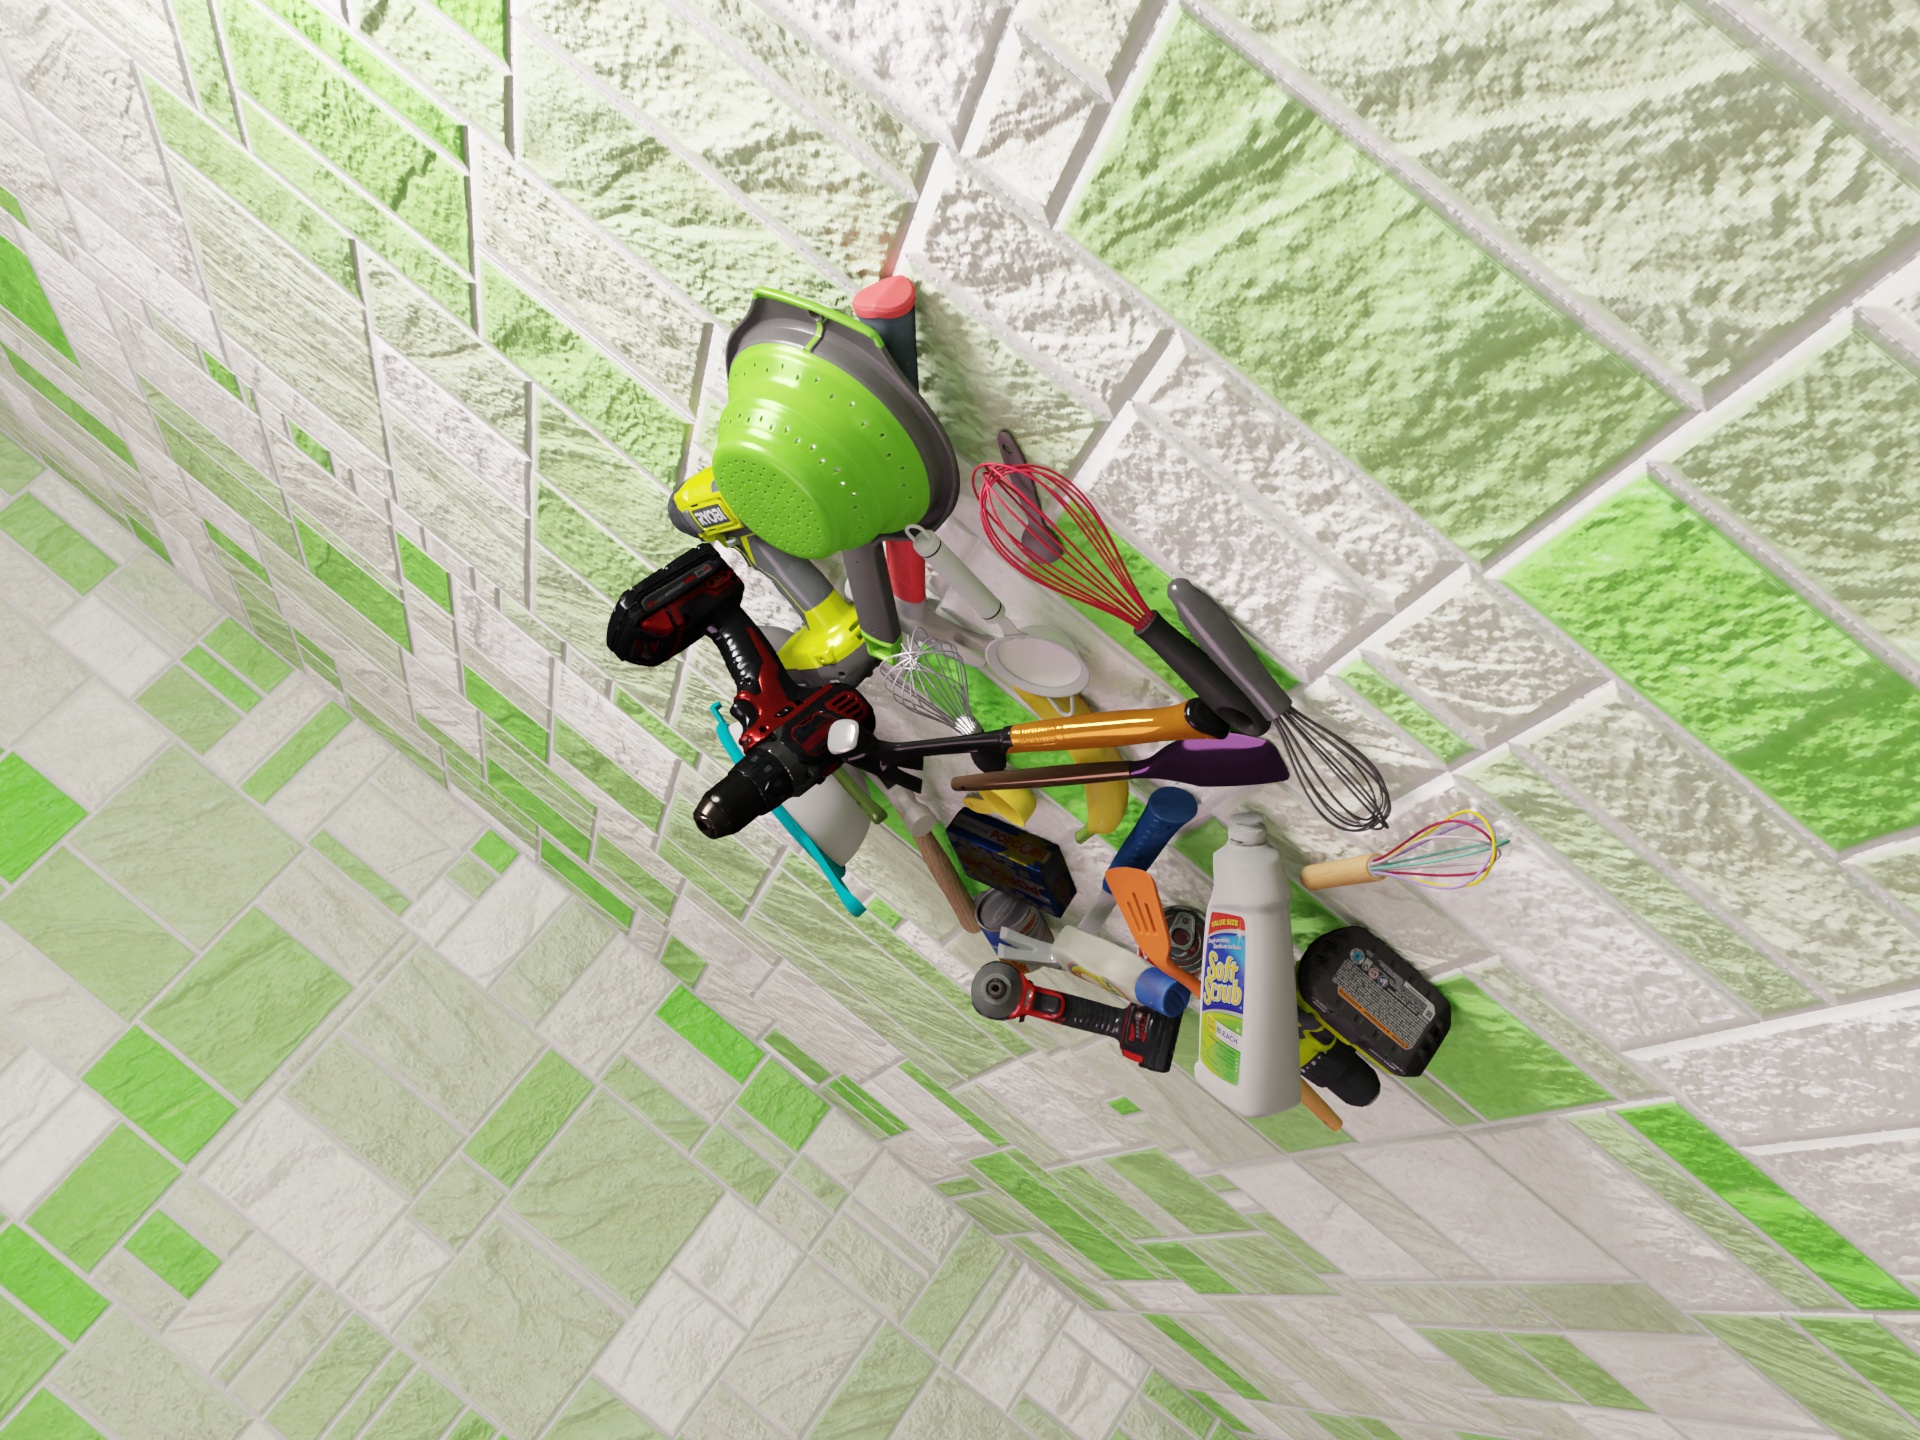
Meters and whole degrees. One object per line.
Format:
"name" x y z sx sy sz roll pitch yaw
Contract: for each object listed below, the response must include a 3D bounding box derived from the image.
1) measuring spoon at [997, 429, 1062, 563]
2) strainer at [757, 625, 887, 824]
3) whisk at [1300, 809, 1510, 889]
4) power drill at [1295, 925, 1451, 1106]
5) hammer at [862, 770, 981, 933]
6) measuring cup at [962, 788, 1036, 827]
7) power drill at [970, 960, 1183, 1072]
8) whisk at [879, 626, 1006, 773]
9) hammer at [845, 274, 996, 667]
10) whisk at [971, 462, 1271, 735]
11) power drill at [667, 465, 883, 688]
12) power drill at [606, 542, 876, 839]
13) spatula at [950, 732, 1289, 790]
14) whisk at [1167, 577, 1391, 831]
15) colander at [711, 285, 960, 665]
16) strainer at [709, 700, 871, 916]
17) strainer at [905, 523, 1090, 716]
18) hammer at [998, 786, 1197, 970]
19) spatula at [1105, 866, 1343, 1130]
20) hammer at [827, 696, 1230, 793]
"measuring spoon" 0.045 -0.158 1.154 0.034 0.018 0.124 20 149 36
"strainer" -0.137 -0.007 1.564 0.256 0.069 0.151 48 162 20
"whisk" 0.326 0.104 1.193 0.047 0.051 0.245 62 159 0
"power drill" 0.333 0.269 1.416 0.190 0.080 0.228 41 159 0
"hammer" -0.030 0.145 1.733 0.130 0.031 0.331 50 172 36
"measuring cup" 0.034 0.075 1.576 0.062 0.029 0.156 44 167 -10
"power drill" 0.117 0.303 1.661 0.219 0.078 0.143 13 169 7
"whisk" -0.001 -0.005 1.390 0.070 0.070 0.284 28 169 24
"hammer" -0.032 -0.177 1.206 0.143 0.038 0.386 30 154 16
"whisk" 0.119 -0.083 1.138 0.295 0.073 0.073 40 157 -17
"power drill" -0.167 -0.132 1.435 0.171 0.080 0.223 -2 129 55
"power drill" -0.205 -0.021 1.362 0.227 0.188 0.080 47 147 5
"spatula" 0.119 0.041 1.307 0.316 0.018 0.059 -7 130 37
"whisk" 0.226 -0.010 1.128 0.239 0.055 0.055 49 155 -9
"colander" -0.102 -0.138 1.204 0.205 0.094 0.396 26 153 21
"strainer" -0.136 0.086 1.648 0.210 0.095 0.341 52 177 -34
"strainer" 0.030 -0.082 1.220 0.087 0.050 0.258 -2 152 33
"hammer" 0.139 0.163 1.508 0.144 0.035 0.405 10 151 -5
"spatula" 0.241 0.254 1.420 0.322 0.041 0.081 45 160 -14
"hammer" 0.061 0.017 1.289 0.337 0.034 0.127 -6 160 32
